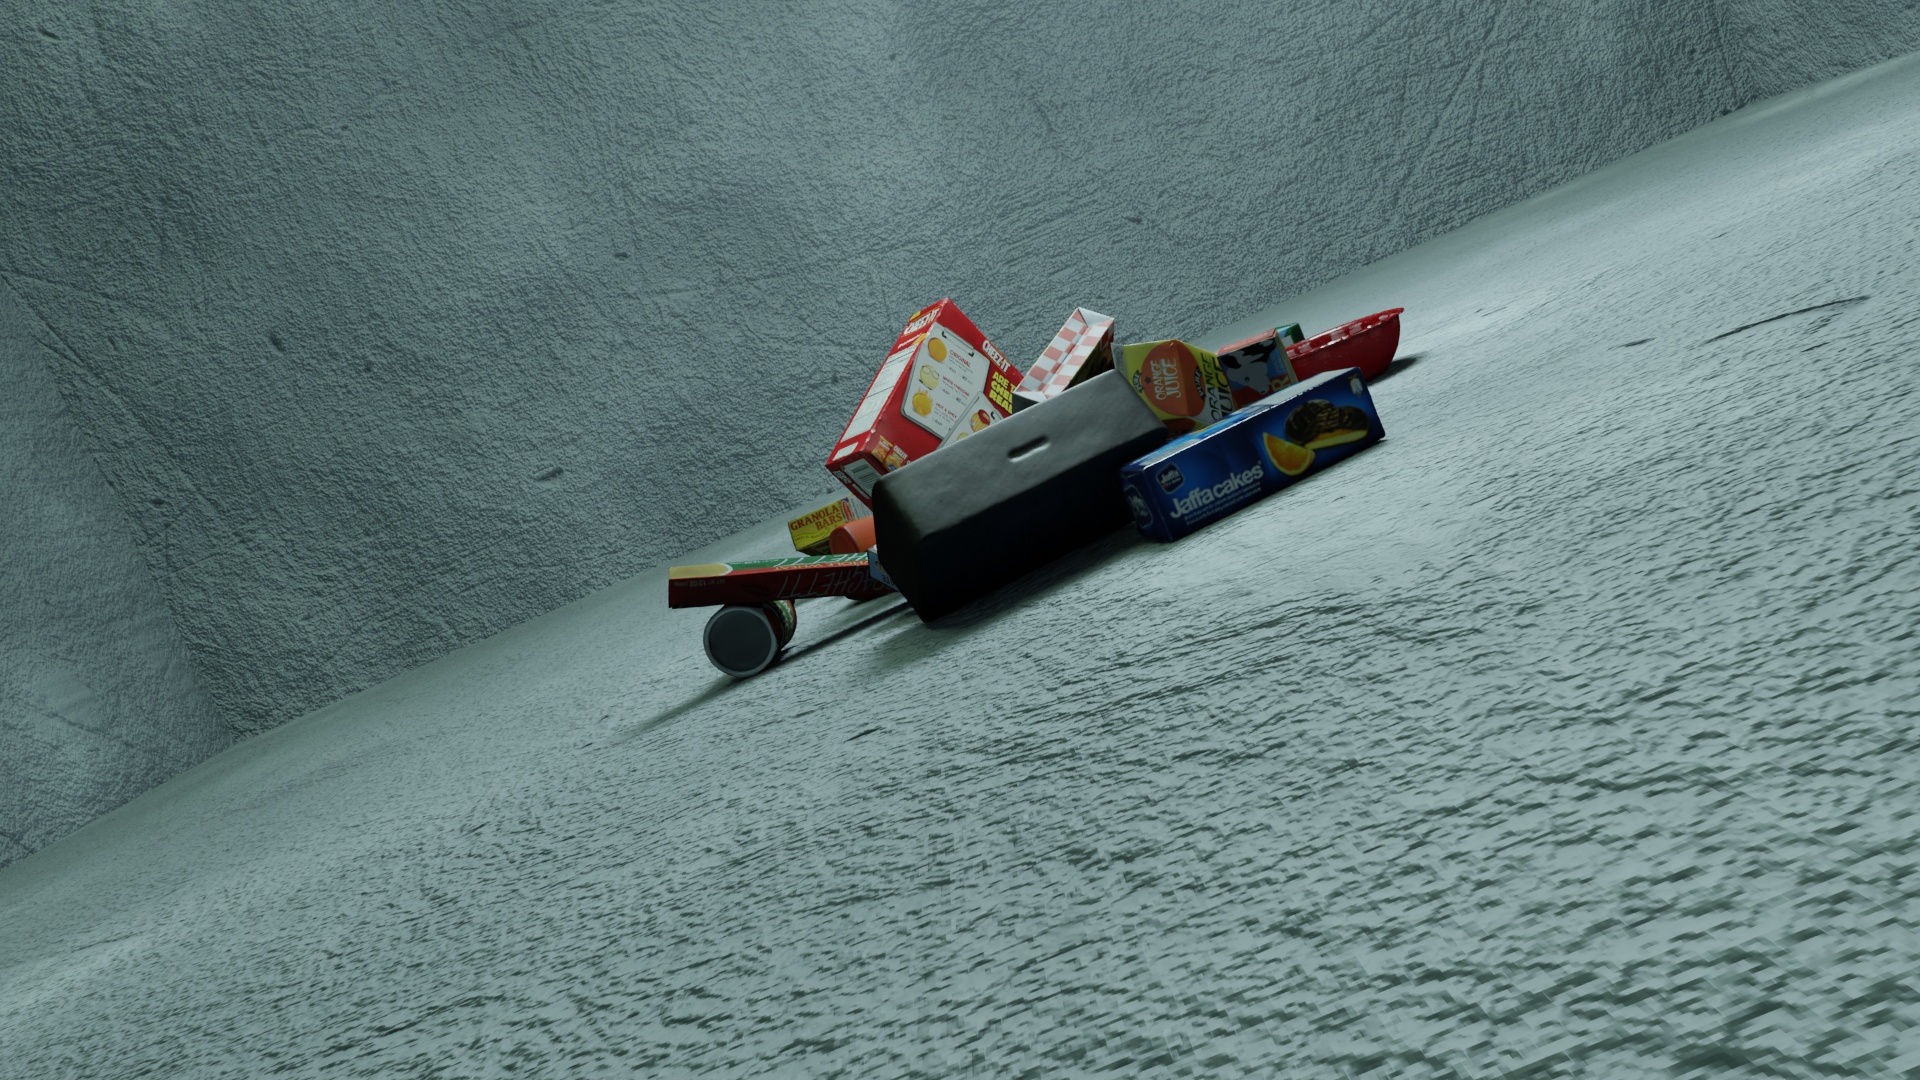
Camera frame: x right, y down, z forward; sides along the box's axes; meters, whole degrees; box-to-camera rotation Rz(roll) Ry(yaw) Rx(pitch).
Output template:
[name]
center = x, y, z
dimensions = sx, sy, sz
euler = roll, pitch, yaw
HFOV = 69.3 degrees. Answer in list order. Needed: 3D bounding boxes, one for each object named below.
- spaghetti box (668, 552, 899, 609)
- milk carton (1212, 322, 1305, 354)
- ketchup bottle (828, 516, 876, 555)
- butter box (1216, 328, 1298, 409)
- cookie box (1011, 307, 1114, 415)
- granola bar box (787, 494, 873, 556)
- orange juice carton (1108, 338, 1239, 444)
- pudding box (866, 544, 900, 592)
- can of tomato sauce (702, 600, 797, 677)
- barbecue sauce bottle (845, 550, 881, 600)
[spaghetti box]
center = -0.131, 0.032, 1.224
dimensions = 0.250, 0.028, 0.050
euler = -4, 12, -11
[milk carton]
center = 0.302, -0.180, 1.590
dimensions = 0.191, 0.073, 0.072
euler = -23, 7, -7
[ketchup bottle]
center = -0.072, -0.001, 1.511
dimensions = 0.149, 0.065, 0.043
euler = -18, -7, -45
[butter box]
center = 0.264, -0.125, 1.192
dimensions = 0.053, 0.103, 0.024
euler = -17, 17, 29
[cookie box]
center = 0.089, -0.101, 1.218
dimensions = 0.040, 0.166, 0.123
euler = 21, 53, 20
[granola bar box]
center = -0.112, -0.014, 1.607
dimensions = 0.124, 0.039, 0.165
euler = -22, -13, 10
[orange juice carton]
center = 0.193, -0.121, 1.213
dimensions = 0.073, 0.072, 0.193
euler = -18, -18, 39
[pudding box]
center = -0.033, 0.023, 1.173
dimensions = 0.050, 0.030, 0.084
euler = -29, 41, -36
[can of tomato sauce]
center = -0.186, 0.079, 1.242
dimensions = 0.071, 0.071, 0.083
euler = -22, 8, 9
[barbecue sauce bottle]
center = -0.067, 0.018, 1.420
dimensions = 0.064, 0.043, 0.149
euler = -19, 7, 26
